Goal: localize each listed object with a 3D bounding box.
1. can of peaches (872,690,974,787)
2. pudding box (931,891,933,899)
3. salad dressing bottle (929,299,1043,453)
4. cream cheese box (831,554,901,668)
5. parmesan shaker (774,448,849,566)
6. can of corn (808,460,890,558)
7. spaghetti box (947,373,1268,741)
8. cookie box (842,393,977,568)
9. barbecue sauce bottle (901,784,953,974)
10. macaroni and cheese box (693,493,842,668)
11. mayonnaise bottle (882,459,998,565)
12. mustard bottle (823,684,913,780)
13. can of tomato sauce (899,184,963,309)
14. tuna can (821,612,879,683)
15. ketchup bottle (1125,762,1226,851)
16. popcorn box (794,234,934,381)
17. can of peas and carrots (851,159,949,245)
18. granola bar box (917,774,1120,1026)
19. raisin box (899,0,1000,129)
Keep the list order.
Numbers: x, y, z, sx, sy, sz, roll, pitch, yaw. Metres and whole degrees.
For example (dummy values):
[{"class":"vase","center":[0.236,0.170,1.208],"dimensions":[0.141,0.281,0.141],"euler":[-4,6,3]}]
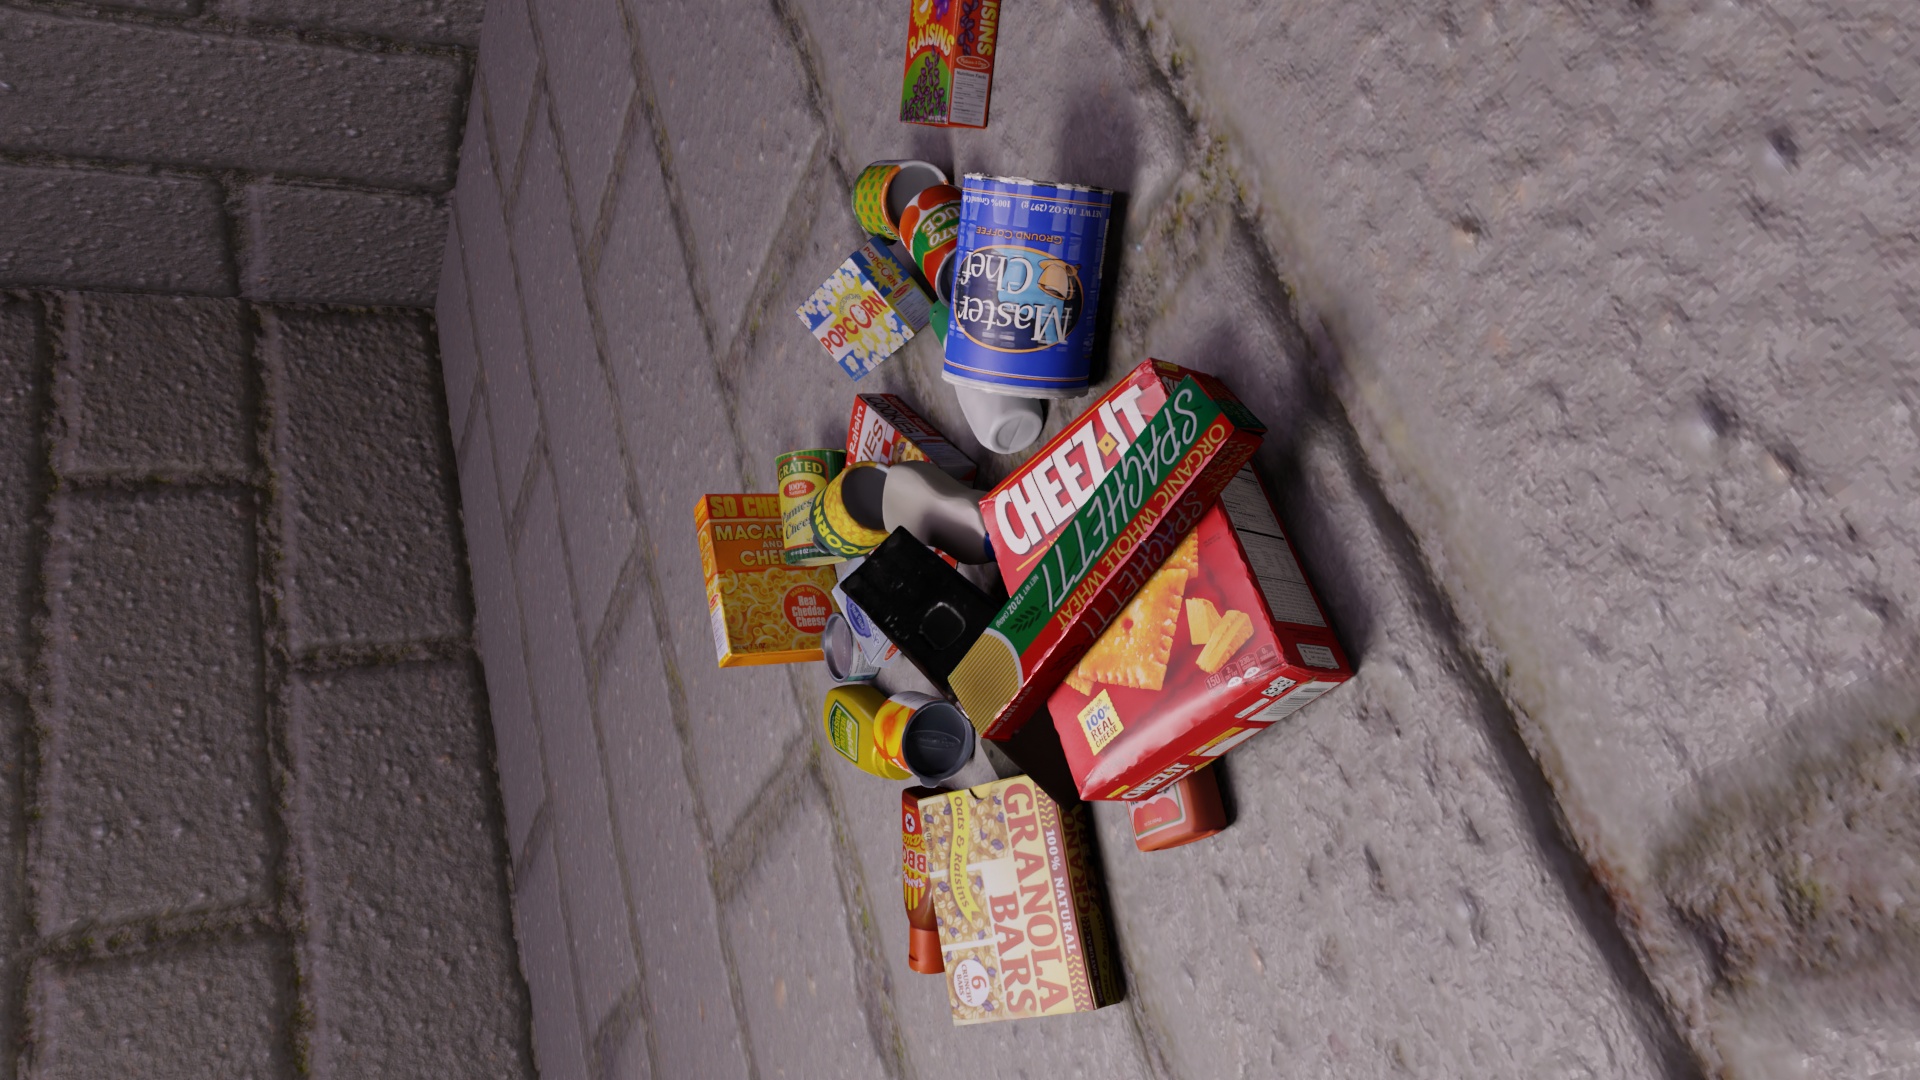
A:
[{"class":"can of peaches","center":[-0.032,0.161,1.138],"dimensions":[0.058,0.071,0.071],"euler":[7,97,61]},{"class":"pudding box","center":[0.006,0.244,1.093],"dimensions":[0.030,0.050,0.083],"euler":[19,108,58]},{"class":"salad dressing bottle","center":[0.016,-0.131,1.064],"dimensions":[0.148,0.044,0.064],"euler":[65,145,38]},{"class":"cream cheese box","center":[-0.078,0.061,1.248],"dimensions":[0.053,0.024,0.104],"euler":[-54,43,22]},{"class":"parmesan shaker","center":[-0.136,-0.031,1.323],"dimensions":[0.071,0.071,0.103],"euler":[-21,74,60]},{"class":"can of corn","center":[-0.084,-0.024,1.137],"dimensions":[0.058,0.071,0.071],"euler":[-36,60,54]},{"class":"spaghetti box","center":[0.077,0.014,0.792],"dimensions":[0.249,0.029,0.050],"euler":[-53,49,26]},{"class":"cookie box","center":[-0.051,-0.041,1.192],"dimensions":[0.168,0.040,0.122],"euler":[44,129,52]},{"class":"barbecue sauce bottle","center":[-0.024,0.282,1.155],"dimensions":[0.065,0.044,0.148],"euler":[9,100,59]},{"class":"macaroni and cheese box","center":[-0.185,0.037,1.352],"dimensions":[0.040,0.124,0.167],"euler":[-44,54,52]},{"class":"mayonnaise bottle","center":[0.004,-0.013,1.053],"dimensions":[0.148,0.041,0.064],"euler":[24,118,39]},{"class":"mustard bottle","center":[-0.072,0.176,1.231],"dimensions":[0.160,0.049,0.065],"euler":[24,115,59]},{"class":"can of tomato sauce","center":[-0.003,-0.227,1.067],"dimensions":[0.083,0.071,0.070],"euler":[60,140,42]},{"class":"tuna can","center":[-0.102,0.099,1.298],"dimensions":[0.071,0.033,0.071],"euler":[5,96,61]},{"class":"ketchup bottle","center":[0.123,0.118,0.882],"dimensions":[0.064,0.043,0.149],"euler":[-37,59,49]},{"class":"popcorn box","center":[-0.082,-0.197,1.199],"dimensions":[0.085,0.038,0.126],"euler":[50,150,-8]},{"class":"can of peas and carrots","center":[-0.048,-0.279,1.148],"dimensions":[0.059,0.071,0.070],"euler":[23,111,58]},{"class":"granola bar box","center":[0.039,0.256,0.997],"dimensions":[0.124,0.039,0.166],"euler":[-20,72,33]},{"class":"raisin box","center":[-0.009,-0.391,1.100],"dimensions":[0.086,0.040,0.123],"euler":[31,117,58]}]
